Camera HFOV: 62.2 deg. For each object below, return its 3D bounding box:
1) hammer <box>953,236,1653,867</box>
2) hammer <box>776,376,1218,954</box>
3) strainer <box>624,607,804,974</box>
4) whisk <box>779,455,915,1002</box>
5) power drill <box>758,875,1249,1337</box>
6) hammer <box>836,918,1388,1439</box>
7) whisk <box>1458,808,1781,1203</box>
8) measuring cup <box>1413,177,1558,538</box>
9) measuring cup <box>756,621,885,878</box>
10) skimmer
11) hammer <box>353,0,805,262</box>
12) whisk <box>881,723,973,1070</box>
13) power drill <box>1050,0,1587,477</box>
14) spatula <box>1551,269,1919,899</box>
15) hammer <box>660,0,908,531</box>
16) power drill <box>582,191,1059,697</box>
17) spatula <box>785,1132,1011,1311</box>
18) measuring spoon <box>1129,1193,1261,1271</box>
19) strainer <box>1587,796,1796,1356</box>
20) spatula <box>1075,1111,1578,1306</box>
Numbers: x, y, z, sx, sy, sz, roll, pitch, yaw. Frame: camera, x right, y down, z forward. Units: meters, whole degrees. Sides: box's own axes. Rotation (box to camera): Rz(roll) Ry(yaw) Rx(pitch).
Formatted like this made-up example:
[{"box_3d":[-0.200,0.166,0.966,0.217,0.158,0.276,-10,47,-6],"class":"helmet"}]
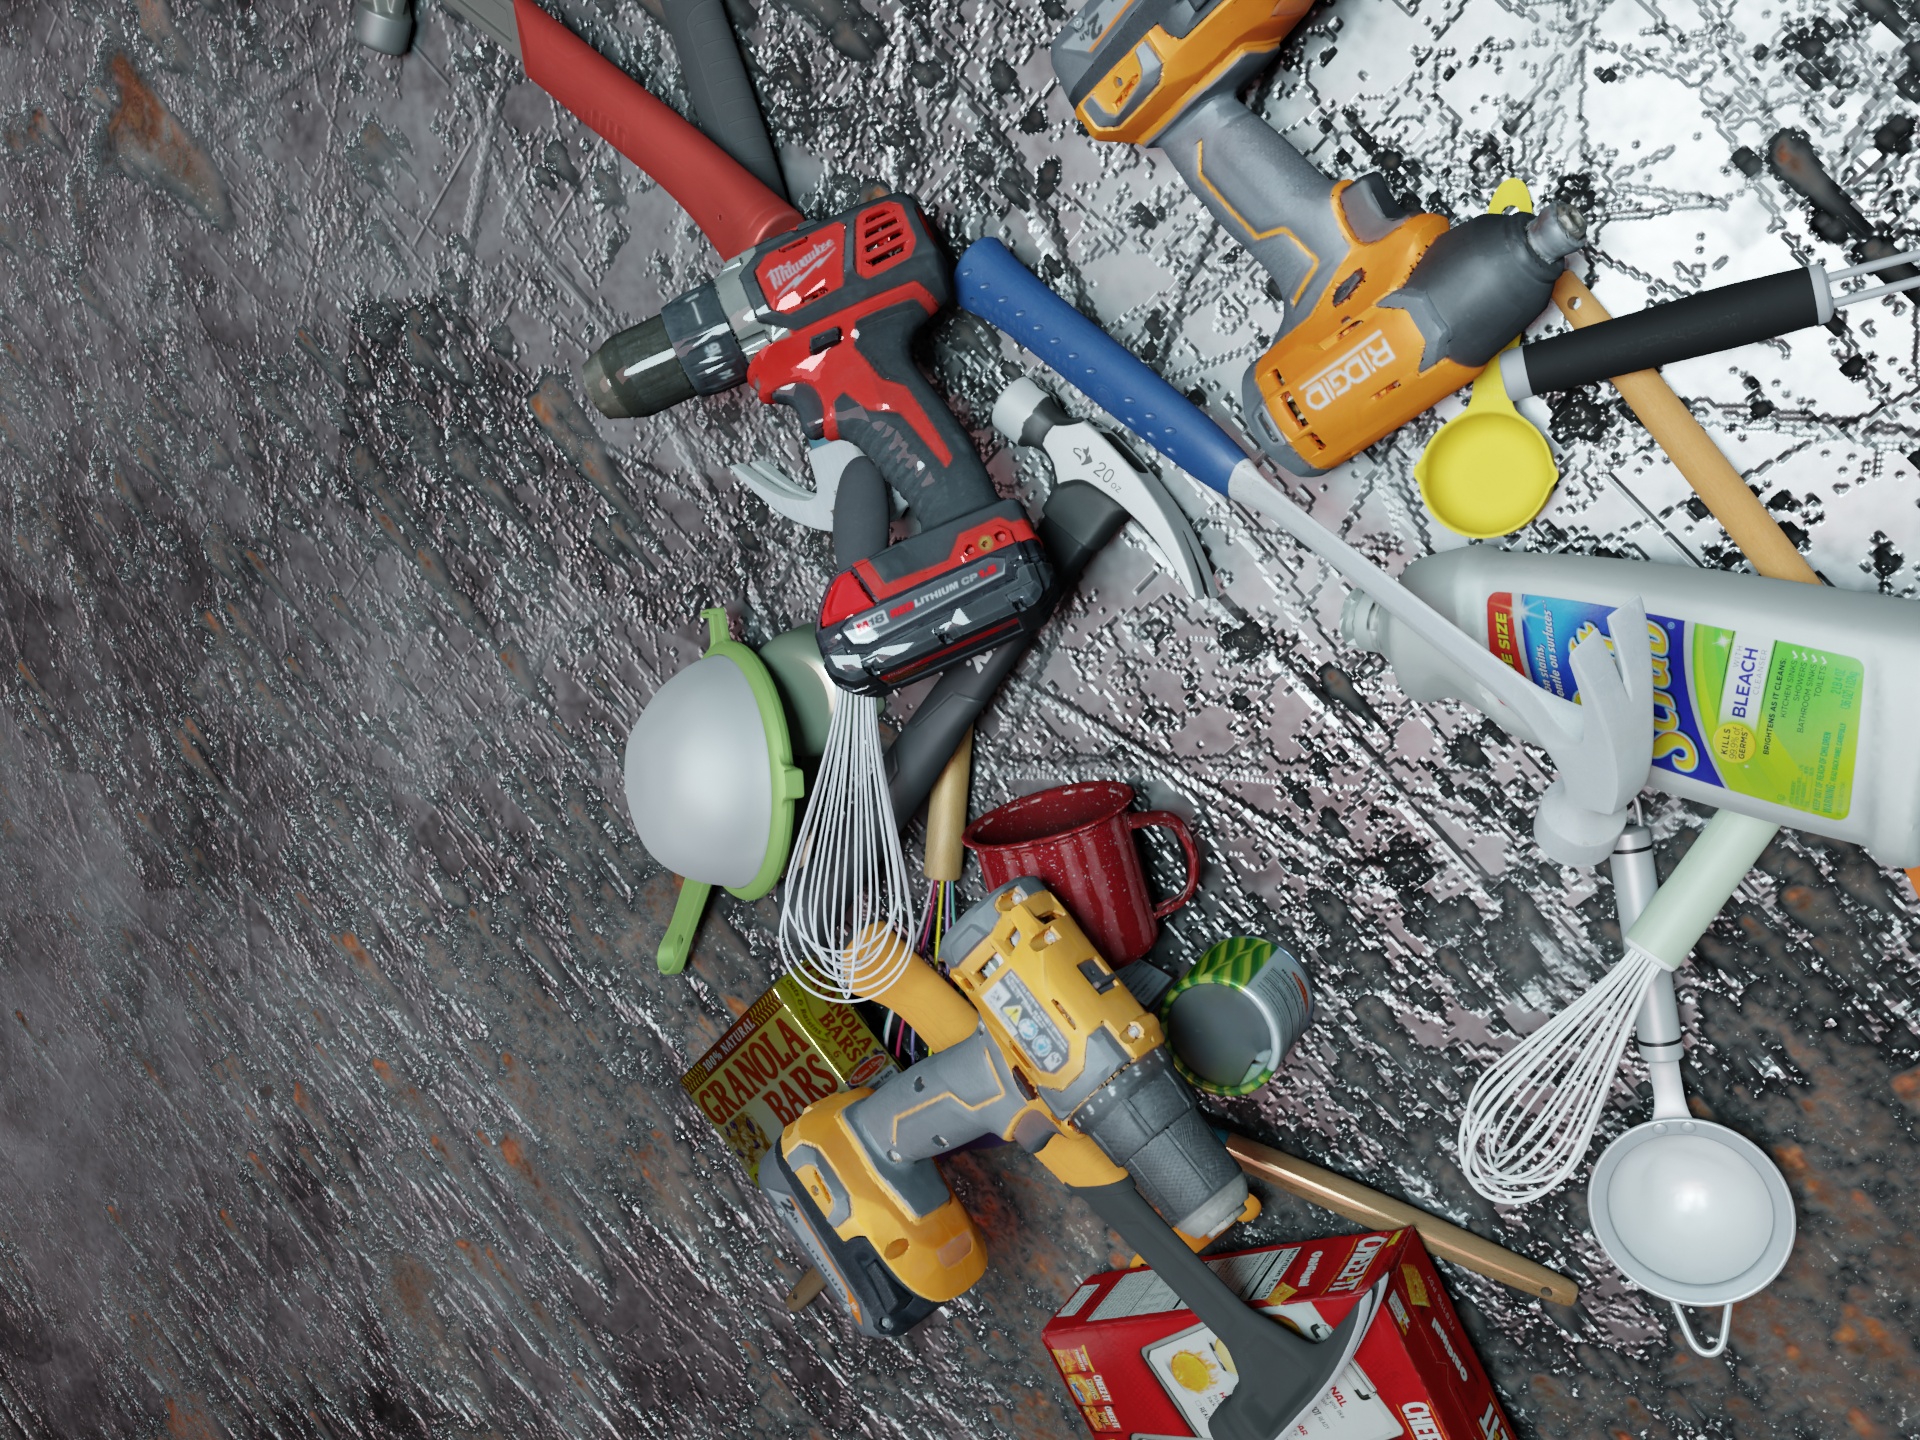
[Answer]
[{"box_3d":[0.131,-0.104,0.697,0.406,0.035,0.144,46,166,30],"class":"hammer"},{"box_3d":[-0.001,-0.003,0.846,0.146,0.035,0.334,42,113,19],"class":"hammer"},{"box_3d":[-0.170,0.069,0.939,0.152,0.069,0.256,60,141,37],"class":"strainer"},{"box_3d":[-0.054,0.003,0.826,0.070,0.070,0.284,0,86,29],"class":"whisk"},{"box_3d":[0.020,0.213,0.782,0.185,0.084,0.226,50,119,18],"class":"power drill"},{"box_3d":[0.058,0.216,0.821,0.337,0.034,0.127,41,119,25],"class":"hammer"},{"box_3d":[0.297,0.109,0.698,0.246,0.057,0.059,-57,31,7],"class":"whisk"},{"box_3d":[0.240,-0.159,0.707,0.062,0.029,0.156,6,95,28],"class":"measuring cup"},{"box_3d":[-0.095,0.026,0.928,0.083,0.038,0.167,19,110,24],"class":"measuring cup"},{"box_3d":[0.379,-0.173,0.572,0.363,0.090,0.127,-11,98,27],"class":"skimmer"},{"box_3d":[-0.209,-0.361,0.860,0.359,0.036,0.149,42,124,21],"class":"hammer"},{"box_3d":[-0.013,0.108,0.908,0.051,0.047,0.245,11,104,28],"class":"whisk"},{"box_3d":[0.153,-0.236,0.679,0.164,0.084,0.226,-31,89,49],"class":"power drill"},{"box_3d":[0.350,-0.060,0.670,0.081,0.041,0.323,-39,79,32],"class":"spatula"},{"box_3d":[-0.101,-0.261,0.858,0.128,0.033,0.331,-15,95,30],"class":"hammer"},{"box_3d":[-0.067,-0.126,0.775,0.188,0.080,0.227,-23,82,4],"class":"power drill"},{"box_3d":[-0.027,0.278,0.967,0.315,0.018,0.060,-52,54,31],"class":"spatula"},{"box_3d":[0.127,0.288,0.880,0.021,0.011,0.117,38,131,-2],"class":"measuring spoon"},{"box_3d":[0.325,0.158,0.732,0.087,0.050,0.258,-9,93,24],"class":"strainer"},{"box_3d":[0.169,0.231,0.849,0.317,0.044,0.082,21,112,18],"class":"spatula"}]
